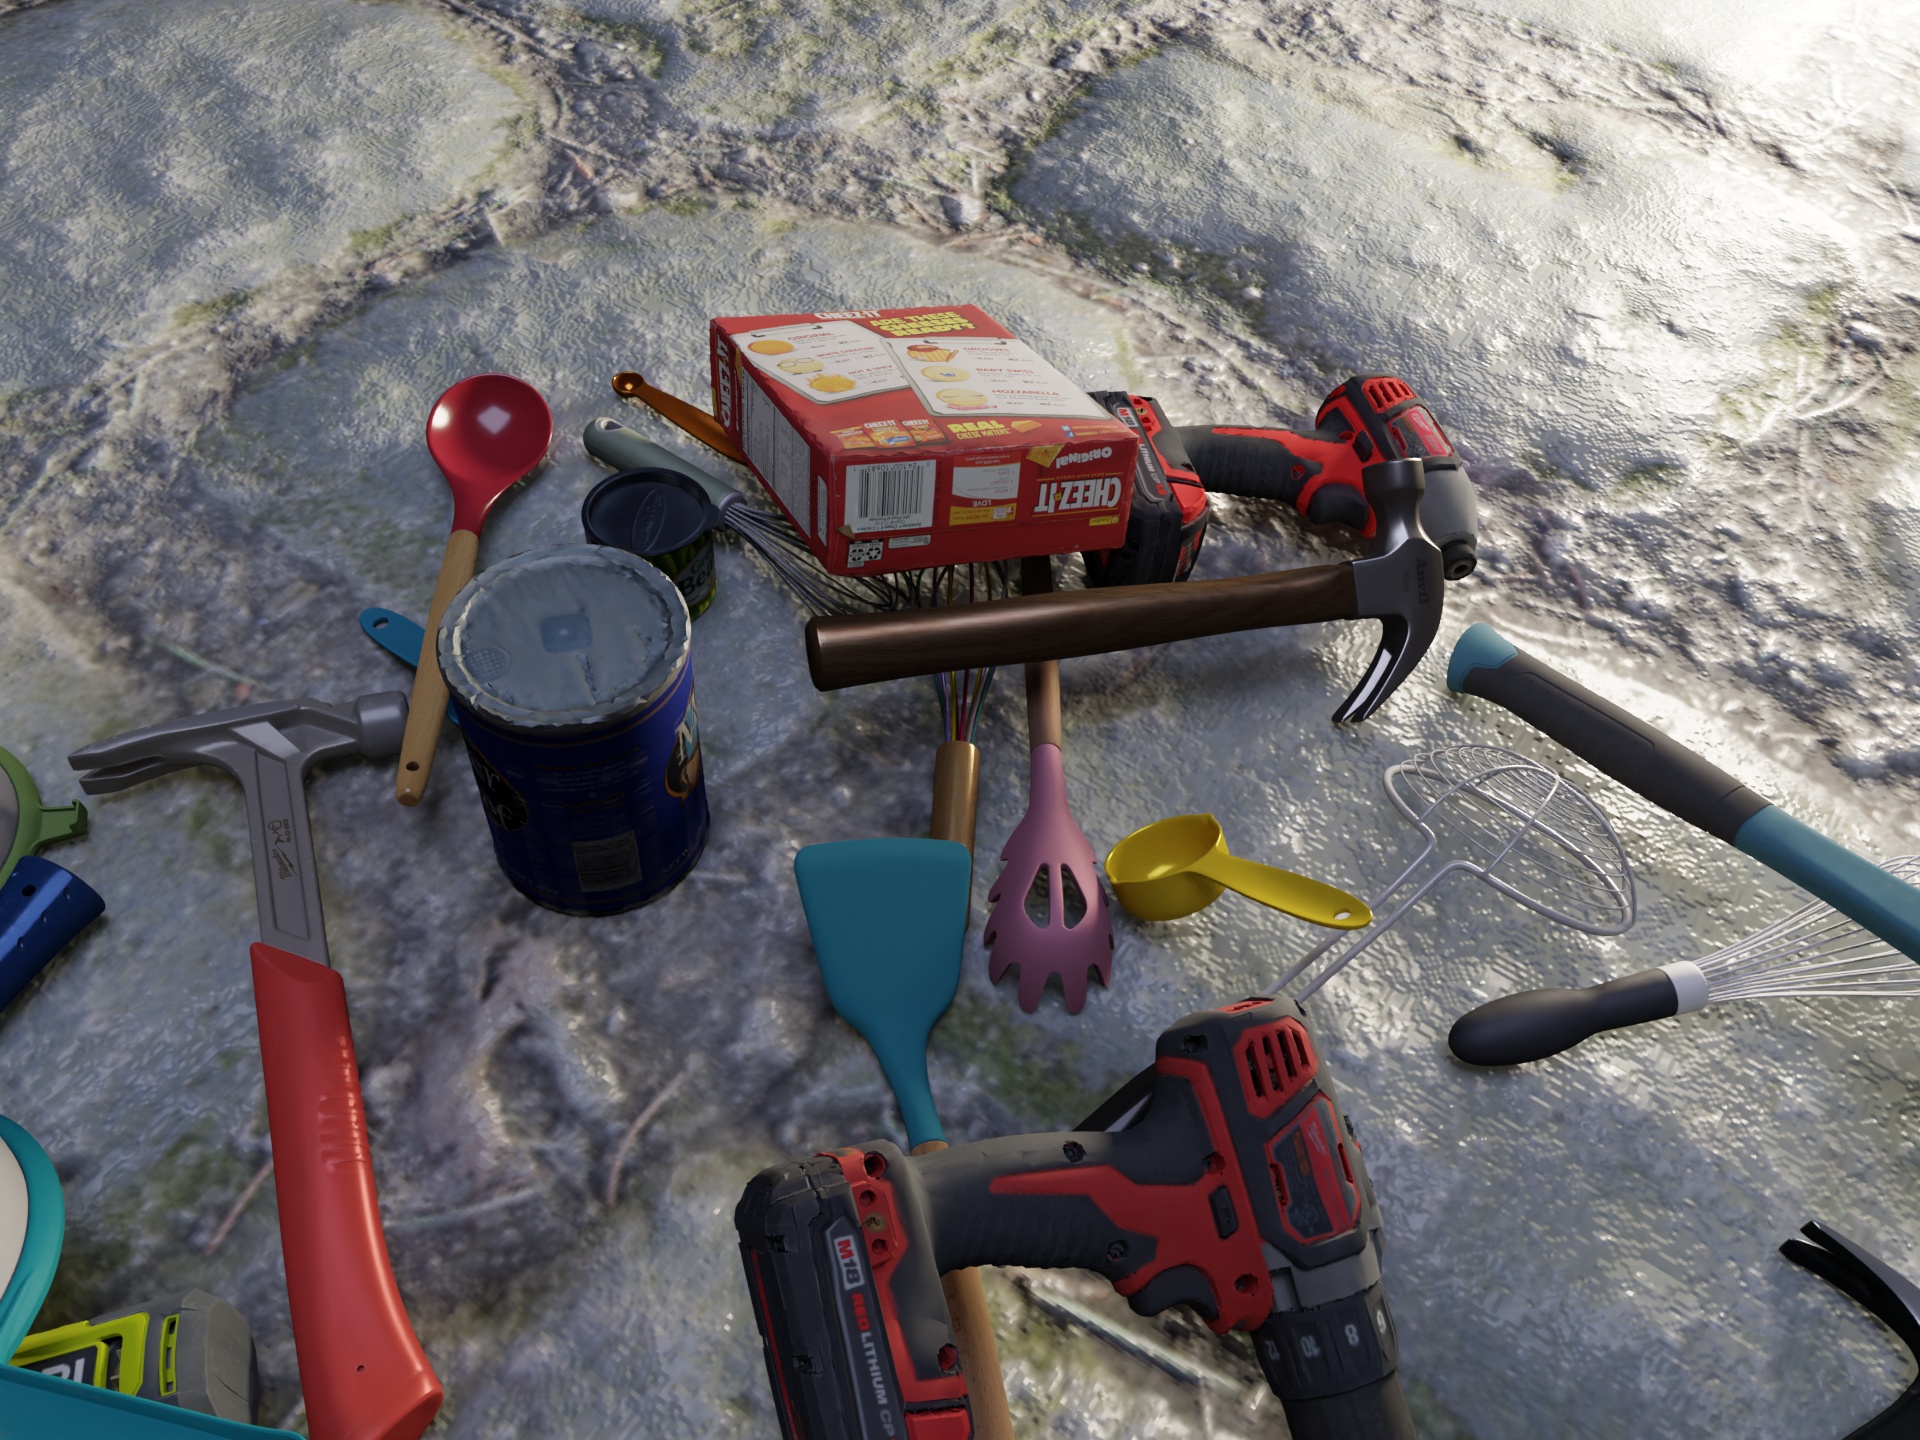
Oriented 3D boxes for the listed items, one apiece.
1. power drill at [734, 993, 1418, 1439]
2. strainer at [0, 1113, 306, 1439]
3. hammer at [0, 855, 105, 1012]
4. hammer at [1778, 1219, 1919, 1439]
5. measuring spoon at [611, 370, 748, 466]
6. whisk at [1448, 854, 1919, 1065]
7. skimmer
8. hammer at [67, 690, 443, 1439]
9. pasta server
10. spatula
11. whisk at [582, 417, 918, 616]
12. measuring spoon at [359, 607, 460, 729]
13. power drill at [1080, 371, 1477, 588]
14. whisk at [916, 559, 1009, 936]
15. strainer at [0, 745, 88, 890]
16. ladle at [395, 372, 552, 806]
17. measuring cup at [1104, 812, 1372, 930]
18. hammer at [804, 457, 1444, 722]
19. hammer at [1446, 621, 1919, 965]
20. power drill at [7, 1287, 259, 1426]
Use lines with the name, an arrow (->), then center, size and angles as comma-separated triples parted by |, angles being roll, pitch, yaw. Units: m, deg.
power drill -> 0.050, 0.211, 0.558 | 0.226, 0.080, 0.188 | -11, 78, -19
strainer -> -0.348, 0.173, 0.476 | 0.340, 0.095, 0.211 | 5, 33, 17
hammer -> -0.464, 0.217, 0.580 | 0.144, 0.035, 0.406 | 19, 52, 11
hammer -> 0.221, 0.315, 0.552 | 0.409, 0.036, 0.149 | -20, 54, -19
measuring spoon -> -0.160, -0.175, 0.942 | 0.117, 0.011, 0.021 | 32, 54, 16
whisk -> 0.353, 0.114, 0.716 | 0.284, 0.070, 0.070 | -12, 53, -8
skimmer -> 0.152, 0.124, 0.689 | 0.363, 0.090, 0.127 | -34, 55, -21
hammer -> -0.281, 0.134, 0.659 | 0.149, 0.036, 0.359 | -12, 53, -17
pasta server -> 0.041, 0.002, 0.802 | 0.060, 0.040, 0.317 | 2, 47, -3
spatula -> -0.006, 0.190, 0.631 | 0.082, 0.044, 0.318 | 0, 51, -20
whisk -> -0.120, -0.109, 0.868 | 0.246, 0.059, 0.058 | 31, 35, 26
measuring spoon -> -0.264, -0.024, 0.808 | 0.129, 0.021, 0.042 | 30, 55, 30
power drill -> 0.177, -0.126, 0.885 | 0.219, 0.078, 0.143 | -7, 52, -14
whisk -> -0.003, -0.004, 0.791 | 0.051, 0.047, 0.245 | 5, 54, -2
strainer -> -0.538, 0.019, 0.713 | 0.256, 0.069, 0.151 | 31, 55, 18
ladle -> -0.260, -0.078, 0.825 | 0.069, 0.031, 0.316 | 3, 46, -9
measuring cup -> 0.123, 0.077, 0.692 | 0.062, 0.029, 0.157 | -32, 24, -23
hammer -> 0.088, -0.049, 0.786 | 0.331, 0.031, 0.130 | -8, 91, -14
hammer -> 0.353, 0.042, 0.732 | 0.128, 0.033, 0.331 | -29, 43, -18
power drill -> -0.314, 0.308, 0.492 | 0.171, 0.080, 0.223 | -14, 50, -8
